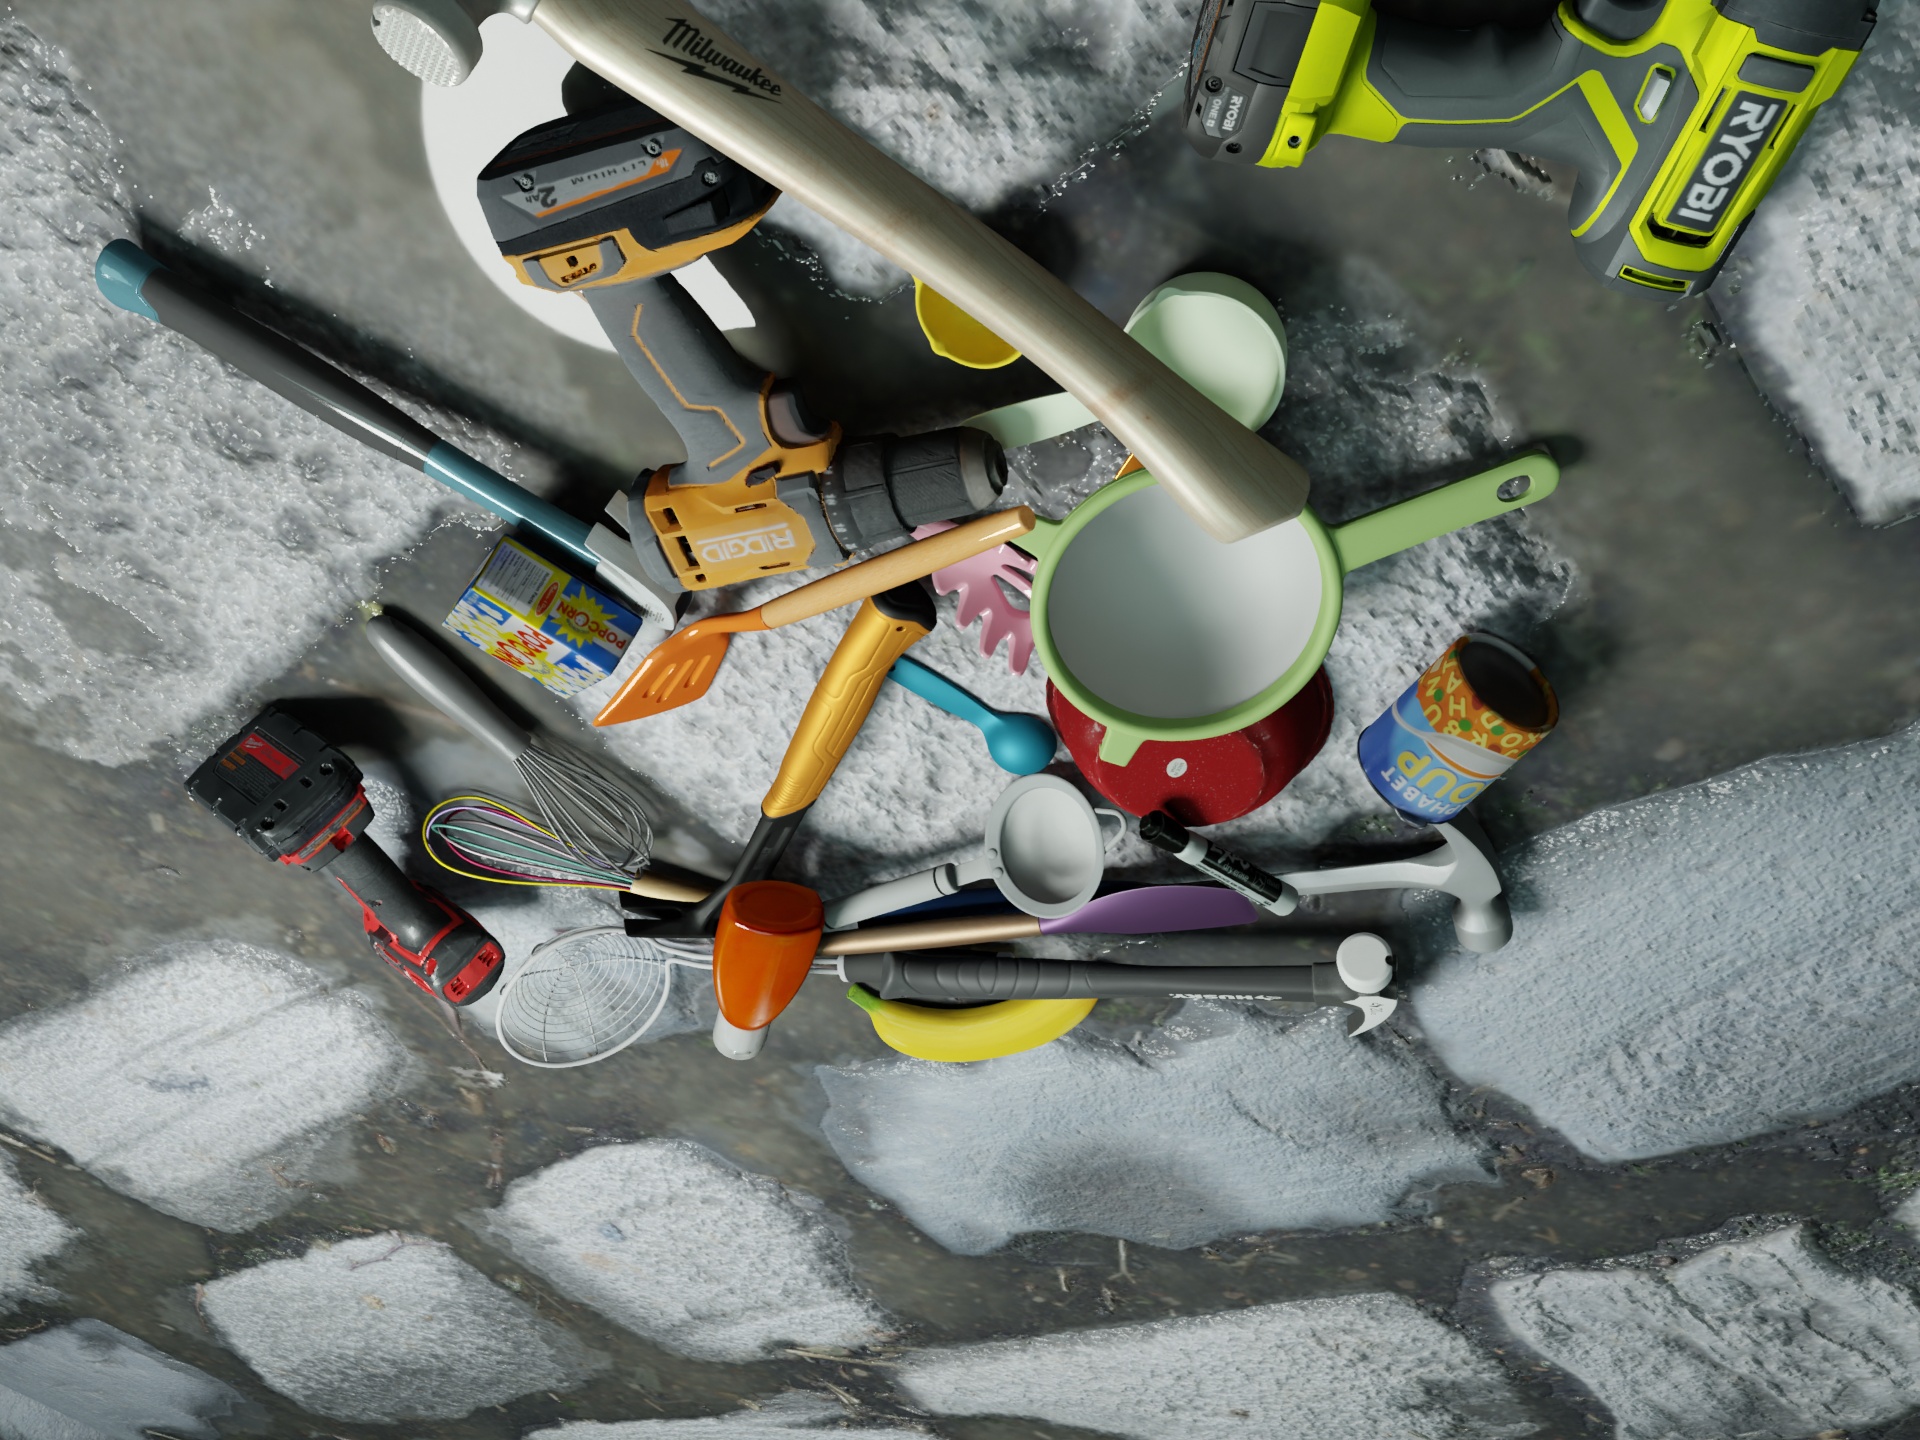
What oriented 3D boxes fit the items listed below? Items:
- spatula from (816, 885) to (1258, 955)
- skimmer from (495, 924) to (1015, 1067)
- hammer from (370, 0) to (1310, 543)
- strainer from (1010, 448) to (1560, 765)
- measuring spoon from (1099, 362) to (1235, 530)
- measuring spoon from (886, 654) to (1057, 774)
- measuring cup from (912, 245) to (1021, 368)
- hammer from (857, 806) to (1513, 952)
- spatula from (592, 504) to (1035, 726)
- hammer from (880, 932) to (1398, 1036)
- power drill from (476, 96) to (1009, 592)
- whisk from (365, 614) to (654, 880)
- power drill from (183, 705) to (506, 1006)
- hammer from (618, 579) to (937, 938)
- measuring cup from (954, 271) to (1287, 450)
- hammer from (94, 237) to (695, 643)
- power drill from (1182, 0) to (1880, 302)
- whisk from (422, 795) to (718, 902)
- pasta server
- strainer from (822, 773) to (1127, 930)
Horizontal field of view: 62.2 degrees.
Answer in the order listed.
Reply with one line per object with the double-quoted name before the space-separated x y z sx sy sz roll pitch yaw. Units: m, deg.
"spatula" 0.027 0.128 0.994 0.316 0.018 0.059 -9 145 24
"skimmer" -0.144 0.194 1.109 0.363 0.090 0.127 -2 133 16
"hammer" -0.014 -0.206 0.644 0.410 0.146 0.038 32 161 -20
"strainer" 0.157 -0.087 0.779 0.256 0.069 0.151 -20 119 10
"measuring spoon" 0.096 -0.130 0.776 0.021 0.011 0.117 29 133 -14
"measuring spoon" -0.001 -0.003 0.922 0.128 0.021 0.042 30 134 -15
"measuring cup" -0.025 -0.224 0.711 0.156 0.029 0.062 43 135 -11
"hammer" 0.122 0.105 0.987 0.405 0.035 0.143 -8 135 22
"spatula" -0.080 -0.052 0.831 0.322 0.081 0.041 -15 92 43
"hammer" 0.106 0.167 1.016 0.335 0.035 0.146 -2 158 16
"power drill" -0.091 -0.166 0.720 0.185 0.084 0.226 -8 128 18
"whisk" -0.281 0.020 1.003 0.055 0.055 0.238 -25 120 34
"power drill" -0.409 0.098 1.074 0.143 0.078 0.219 23 151 40
"hammer" -0.102 0.033 0.947 0.127 0.034 0.336 3 141 -27
"measuring cup" 0.071 -0.156 0.737 0.167 0.038 0.083 -11 123 29
"hammer" -0.286 -0.144 0.826 0.331 0.033 0.128 31 163 -10
"power drill" 0.206 -0.257 0.578 0.223 0.080 0.171 12 137 -3
"whisk" -0.242 0.101 1.080 0.245 0.047 0.051 16 148 -8
"pasta server" -0.064 -0.127 0.804 0.316 0.040 0.060 34 125 -18
"strainer" 0.000 0.094 0.986 0.258 0.087 0.050 -20 170 29
